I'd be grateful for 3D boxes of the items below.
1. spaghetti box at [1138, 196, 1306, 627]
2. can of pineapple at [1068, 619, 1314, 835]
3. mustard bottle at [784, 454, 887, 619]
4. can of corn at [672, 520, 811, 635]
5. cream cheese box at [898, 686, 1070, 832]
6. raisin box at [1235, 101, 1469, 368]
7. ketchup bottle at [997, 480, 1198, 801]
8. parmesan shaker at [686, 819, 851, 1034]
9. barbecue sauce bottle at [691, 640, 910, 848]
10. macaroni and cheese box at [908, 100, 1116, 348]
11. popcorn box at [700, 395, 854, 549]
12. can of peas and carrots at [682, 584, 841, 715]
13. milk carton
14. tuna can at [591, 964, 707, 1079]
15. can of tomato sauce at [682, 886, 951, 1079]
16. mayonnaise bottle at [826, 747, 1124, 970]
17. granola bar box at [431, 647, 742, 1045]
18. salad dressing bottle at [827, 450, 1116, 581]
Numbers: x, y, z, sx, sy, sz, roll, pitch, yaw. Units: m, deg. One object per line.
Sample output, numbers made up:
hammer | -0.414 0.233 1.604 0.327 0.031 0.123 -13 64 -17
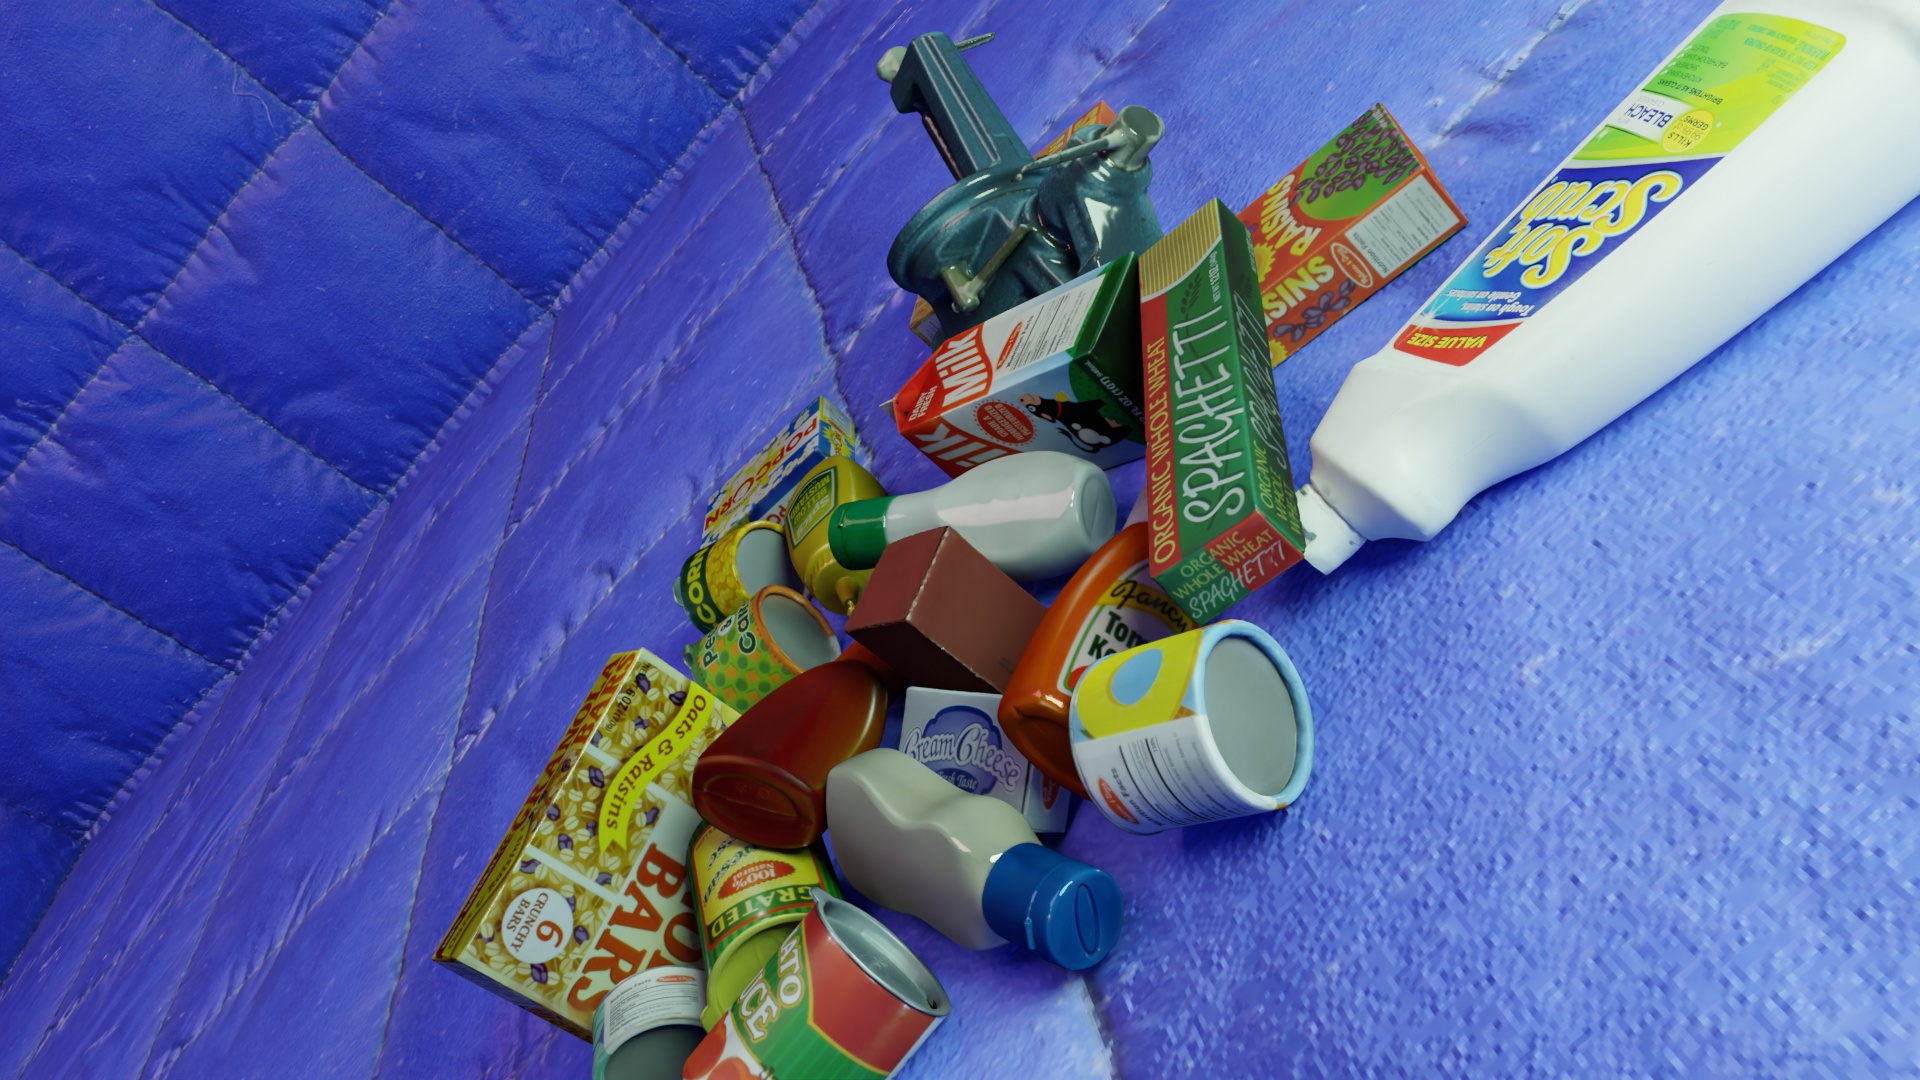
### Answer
spaghetti box | 0.102 -0.066 0.571 0.050 0.028 0.251 -37 26 29
can of pineapple | 0.081 0.064 0.484 0.057 0.071 0.071 -23 36 43
mustard bottle | -0.072 0.003 0.837 0.065 0.048 0.161 -46 25 13
can of corn | -0.139 0.026 0.891 0.058 0.071 0.071 -25 35 41
cream cheese box | 0.008 0.092 0.593 0.103 0.024 0.053 -5 73 56
raisin box | 0.167 -0.141 0.659 0.123 0.040 0.086 -38 28 25
ketchup bottle | 0.069 0.030 0.561 0.043 0.064 0.149 -33 20 48
parmesan shaker | -0.087 0.166 0.613 0.071 0.071 0.103 -48 25 4
barbecue sauce bottle | -0.065 0.088 0.658 0.149 0.065 0.043 -46 -36 -62
macaroni and cheese box | 0.044 -0.213 0.959 0.166 0.040 0.124 -32 31 35
popcorn box | -0.131 -0.036 1.001 0.126 0.038 0.085 -41 27 19
can of peas and carrots | -0.112 0.066 0.791 0.058 0.071 0.071 -38 27 23
milk carton | 0.036 -0.076 0.745 0.190 0.072 0.074 -16 41 48
tuna can | -0.127 0.224 0.607 0.071 0.071 0.033 -46 26 9
can of tomato sauce | -0.057 0.189 0.532 0.083 0.071 0.071 -51 25 0
mayonnaise bottle | 0.001 0.125 0.539 0.041 0.064 0.148 -19 16 -33
granola bar box | -0.153 0.154 0.673 0.039 0.124 0.166 -16 41 50
salad dressing bottle | 0.002 -0.009 0.690 0.147 0.044 0.064 -6 58 32
